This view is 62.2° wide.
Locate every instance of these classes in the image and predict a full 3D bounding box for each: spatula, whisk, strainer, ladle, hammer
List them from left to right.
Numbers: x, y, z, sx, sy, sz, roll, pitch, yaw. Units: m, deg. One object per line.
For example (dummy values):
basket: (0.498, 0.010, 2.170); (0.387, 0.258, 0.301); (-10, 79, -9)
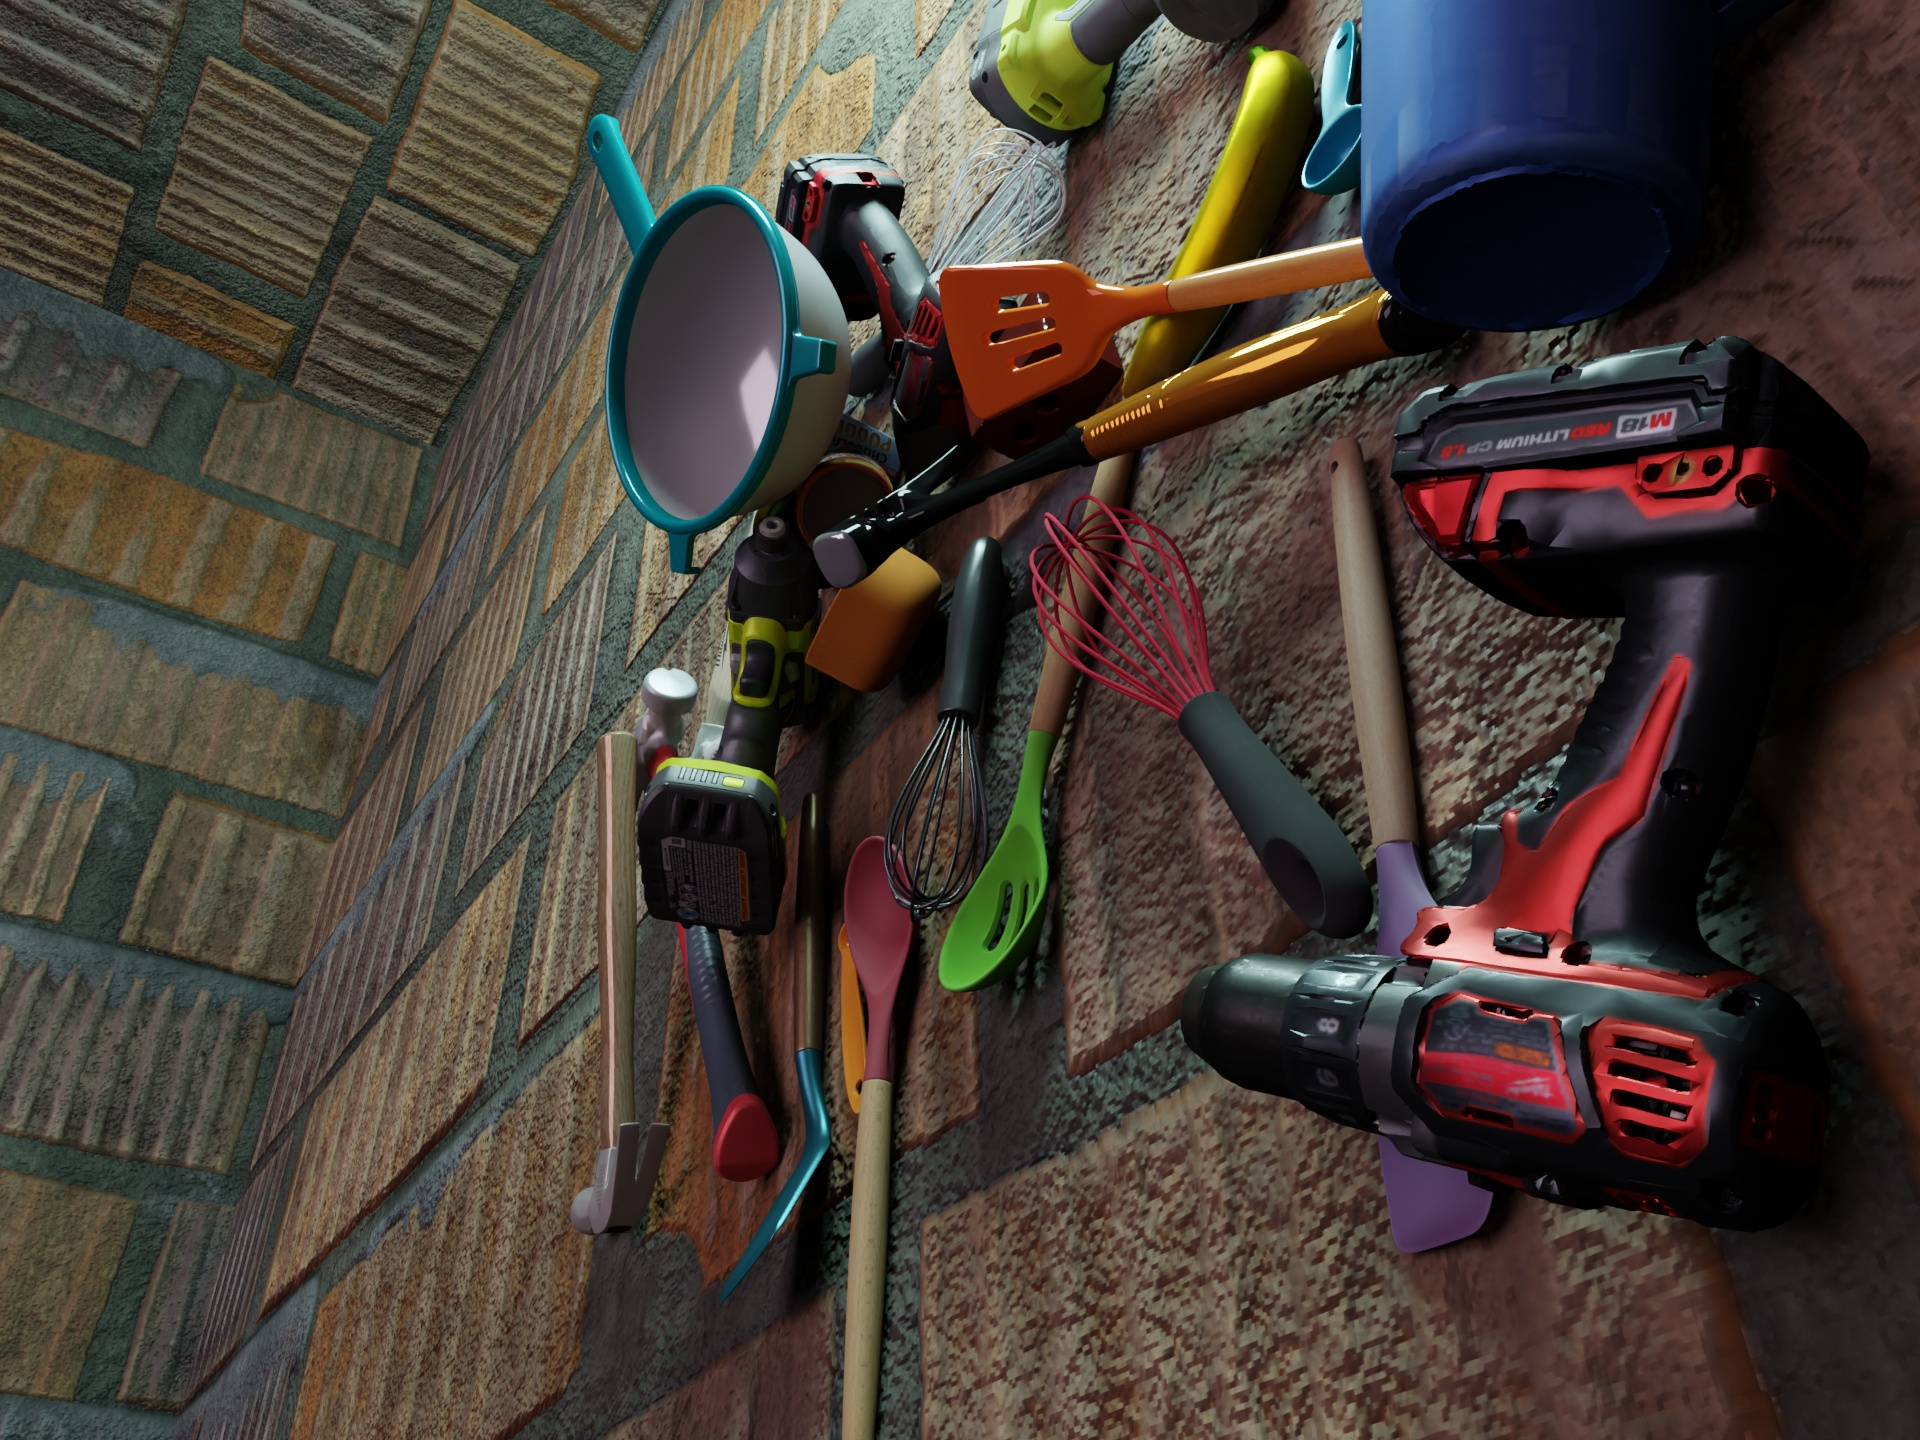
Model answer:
hammer: (-0.228, 0.167, 1.057); (0.130, 0.031, 0.331); (-35, 54, 57)
hammer: (-0.174, 0.138, 1.028); (0.387, 0.038, 0.143); (-113, 34, -47)
strainer: (-0.156, -0.269, 1.028); (0.211, 0.095, 0.341); (-48, 54, 37)
hammer: (-0.145, -0.151, 1.192); (0.146, 0.038, 0.411); (2, 77, 64)
spatula: (-0.094, 0.162, 0.889); (0.318, 0.044, 0.082); (-94, 26, -43)
ladle: (-0.043, 0.203, 0.780); (0.069, 0.031, 0.316); (-41, 39, 47)
whisk: (-0.014, -0.296, 1.076); (0.284, 0.070, 0.070); (-37, 40, 54)
whisk: (-0.002, -0.003, 0.838); (0.055, 0.055, 0.239); (-35, 38, 48)
hammer: (0.078, -0.136, 0.731); (0.337, 0.034, 0.127); (-14, 19, 44)
whisk: (0.092, -0.011, 0.645); (0.073, 0.073, 0.296); (-57, 31, 21)
spatula: (0.110, -0.193, 0.717); (0.323, 0.041, 0.081); (5, 115, 51)
spatula: (0.152, 0.022, 0.557); (0.059, 0.018, 0.316); (131, 148, -50)

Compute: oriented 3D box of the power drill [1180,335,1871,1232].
power drill: (0.157, 0.018, 0.462); (0.188, 0.080, 0.227); (0, 73, 51)

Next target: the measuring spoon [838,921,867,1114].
measuring spoon: (-0.055, 0.158, 0.858); (0.021, 0.011, 0.117); (-46, 38, 37)

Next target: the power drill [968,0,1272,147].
power drill: (0.109, -0.456, 0.934); (0.228, 0.080, 0.191); (-13, 60, 56)

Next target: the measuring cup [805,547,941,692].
measuring cup: (-0.034, -0.084, 0.965); (0.095, 0.052, 0.174); (-59, 0, 42)

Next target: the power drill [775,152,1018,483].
power drill: (-0.045, -0.254, 1.012); (0.220, 0.078, 0.143); (56, 144, 36)

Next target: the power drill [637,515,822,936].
power drill: (-0.129, 0.000, 0.959); (0.171, 0.080, 0.223); (98, -179, -52)

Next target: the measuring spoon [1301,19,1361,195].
measuring spoon: (0.182, -0.286, 0.741); (0.042, 0.021, 0.129); (-39, 29, 46)

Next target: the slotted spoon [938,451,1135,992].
slotted spoon: (0.049, -0.017, 0.774); (0.070, 0.031, 0.314); (-14, 57, 59)
